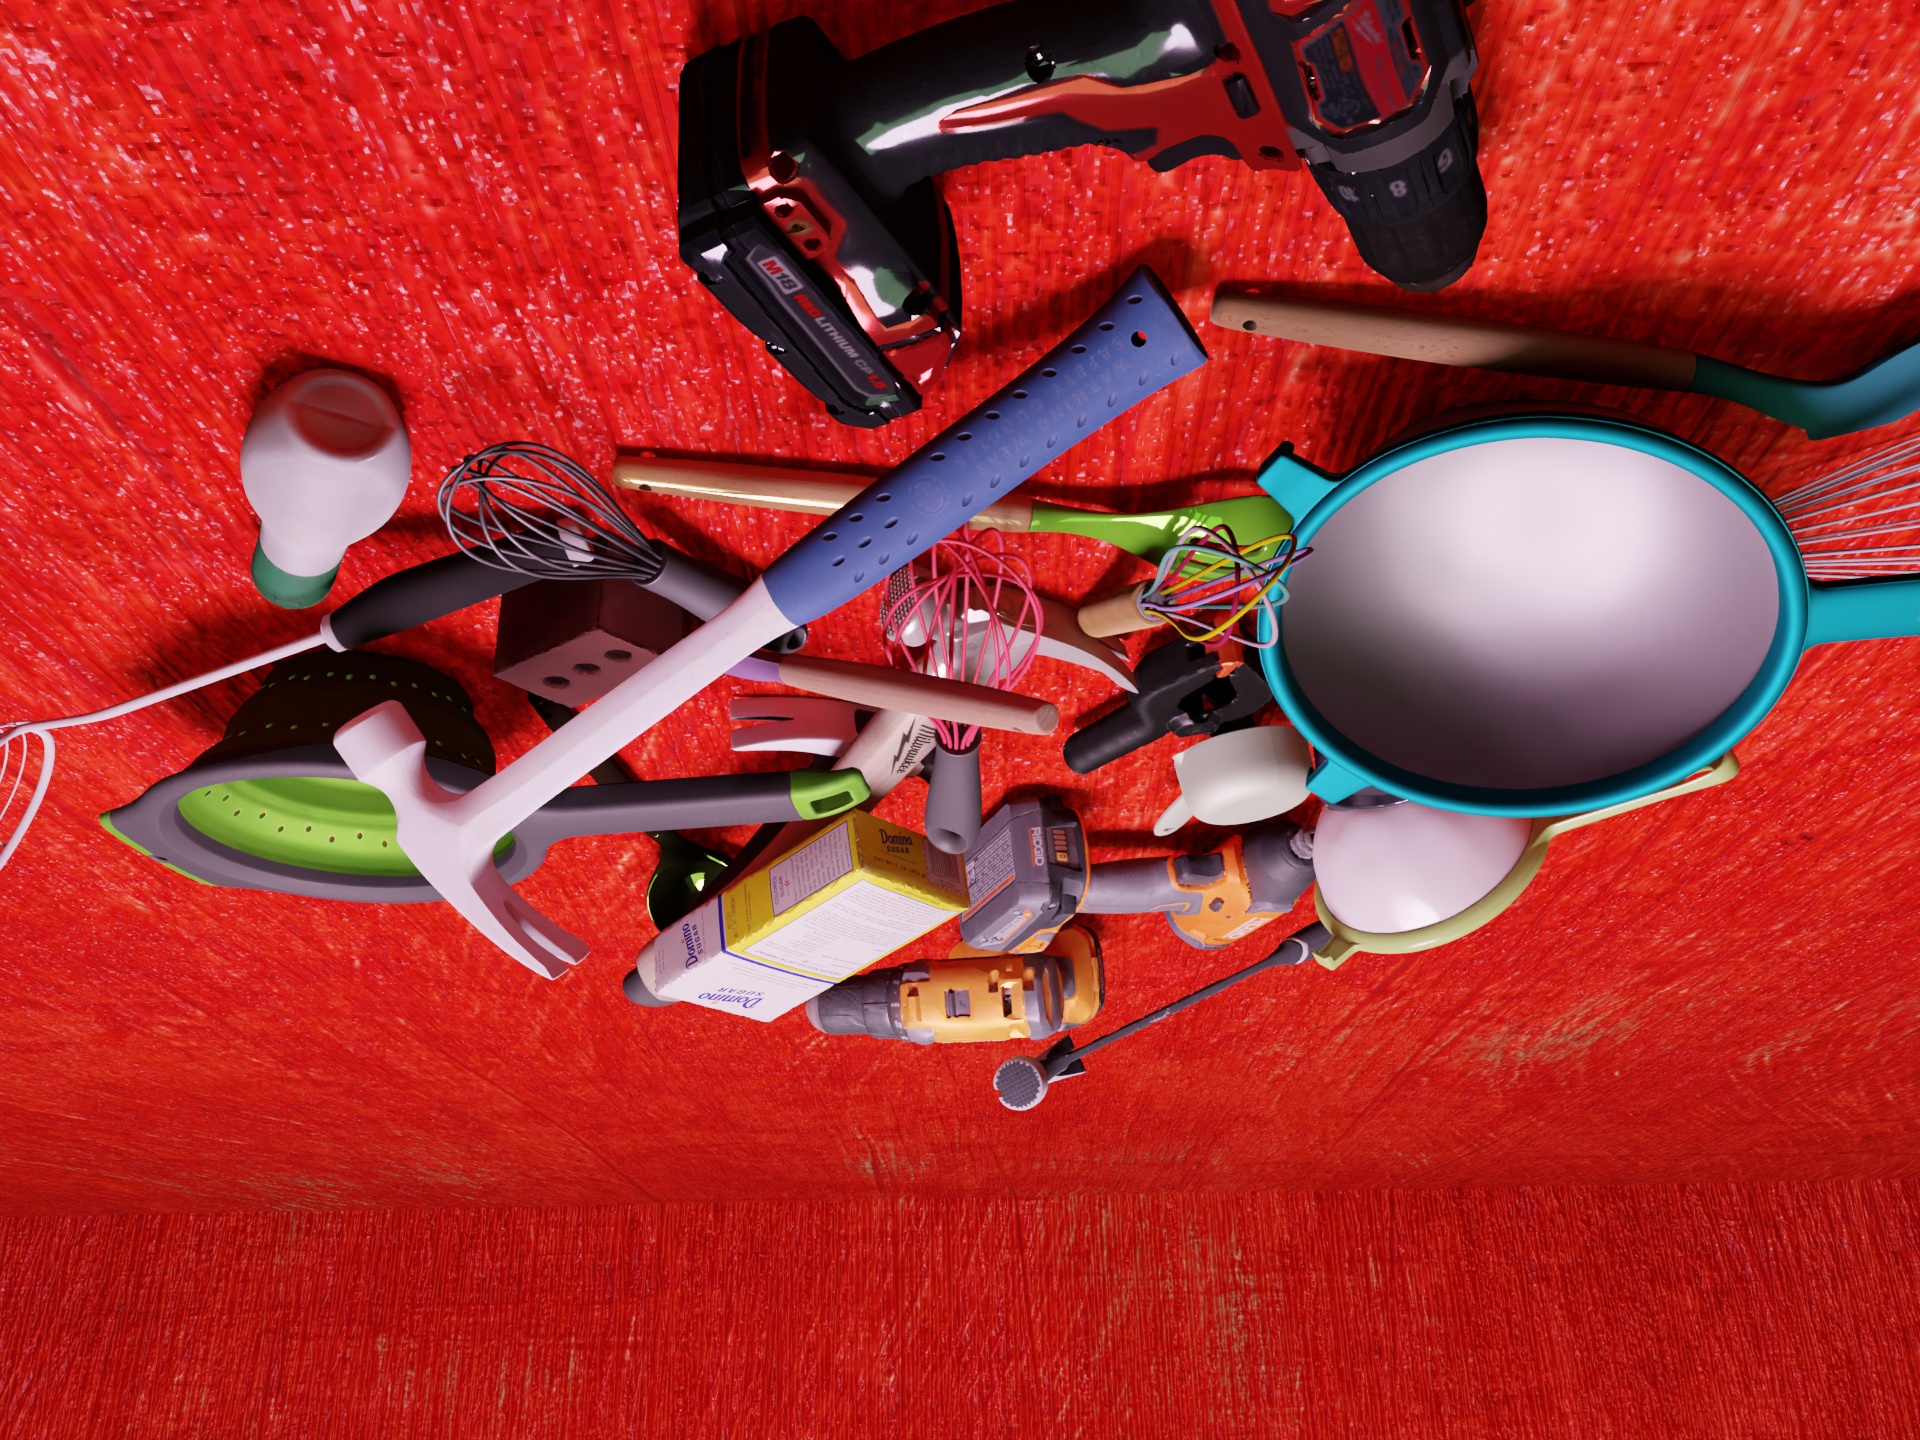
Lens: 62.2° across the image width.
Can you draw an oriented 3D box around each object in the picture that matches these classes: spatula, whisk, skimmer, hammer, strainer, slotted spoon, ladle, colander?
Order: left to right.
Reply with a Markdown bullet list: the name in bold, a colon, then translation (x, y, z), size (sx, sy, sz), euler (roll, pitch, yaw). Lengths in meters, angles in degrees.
- **skimmer**: translation (-0.329, 0.009, 0.721), size (0.363, 0.090, 0.127), euler (-21, -170, -3)
- **colander**: translation (-0.245, 0.018, 0.853), size (0.397, 0.095, 0.204), euler (-5, 155, 7)
- **ladle**: translation (-0.204, 0.068, 1.012), size (0.078, 0.062, 0.319), euler (-9, 152, 7)
- **whisk**: translation (-0.141, -0.068, 0.718), size (0.055, 0.055, 0.238), euler (-14, 160, 26)
- **hammer**: translation (-0.138, 0.095, 1.010), size (0.146, 0.035, 0.334), euler (16, 137, -29)
- **hammer**: translation (-0.077, -0.038, 0.645), size (0.405, 0.144, 0.035), euler (-33, -177, 19)
- **spatula**: translation (-0.061, -0.020, 0.720), size (0.059, 0.018, 0.316), euler (25, 172, -37)
- **hammer**: translation (-0.071, 0.061, 0.920), size (0.146, 0.038, 0.410), euler (15, 138, -31)
- **whisk**: translation (-0.001, -0.002, 0.769), size (0.073, 0.073, 0.295), euler (0, 151, -2)
- **slotted spoon**: translation (0.005, -0.093, 0.708), size (0.313, 0.031, 0.070), euler (5, 158, -10)
- **whisk**: translation (0.087, -0.051, 0.687), size (0.051, 0.047, 0.245), euler (12, 178, -10)
- **hammer**: translation (0.220, 0.172, 1.126), size (0.409, 0.036, 0.149), euler (-28, 168, 10)
- **strainer**: translation (0.308, 0.045, 0.922), size (0.256, 0.152, 0.069), euler (-23, 118, 33)
- **spatula**: translation (0.252, -0.145, 0.611), size (0.317, 0.044, 0.082), euler (6, 155, -5)
- **strainer**: translation (0.297, -0.066, 0.656), size (0.340, 0.095, 0.210), euler (-4, 132, 18)
- **whisk**: translation (0.347, -0.076, 0.725), size (0.284, 0.070, 0.070), euler (-10, 154, 28)

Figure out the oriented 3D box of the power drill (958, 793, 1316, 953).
- **power drill**: translation (0.127, 0.103, 1.072), size (0.226, 0.084, 0.164), euler (4, 154, -21)

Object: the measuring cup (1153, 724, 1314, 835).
- **measuring cup**: translation (0.151, 0.051, 0.934), size (0.083, 0.038, 0.167), euler (-4, 157, -17)

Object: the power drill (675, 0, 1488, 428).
- **power drill**: translation (0.047, -0.170, 0.491), size (0.227, 0.080, 0.187), euler (-16, 152, 22)

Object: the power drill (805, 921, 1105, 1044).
- **power drill**: translation (0.004, 0.203, 1.198), size (0.185, 0.084, 0.226), euler (-7, 175, 18)
